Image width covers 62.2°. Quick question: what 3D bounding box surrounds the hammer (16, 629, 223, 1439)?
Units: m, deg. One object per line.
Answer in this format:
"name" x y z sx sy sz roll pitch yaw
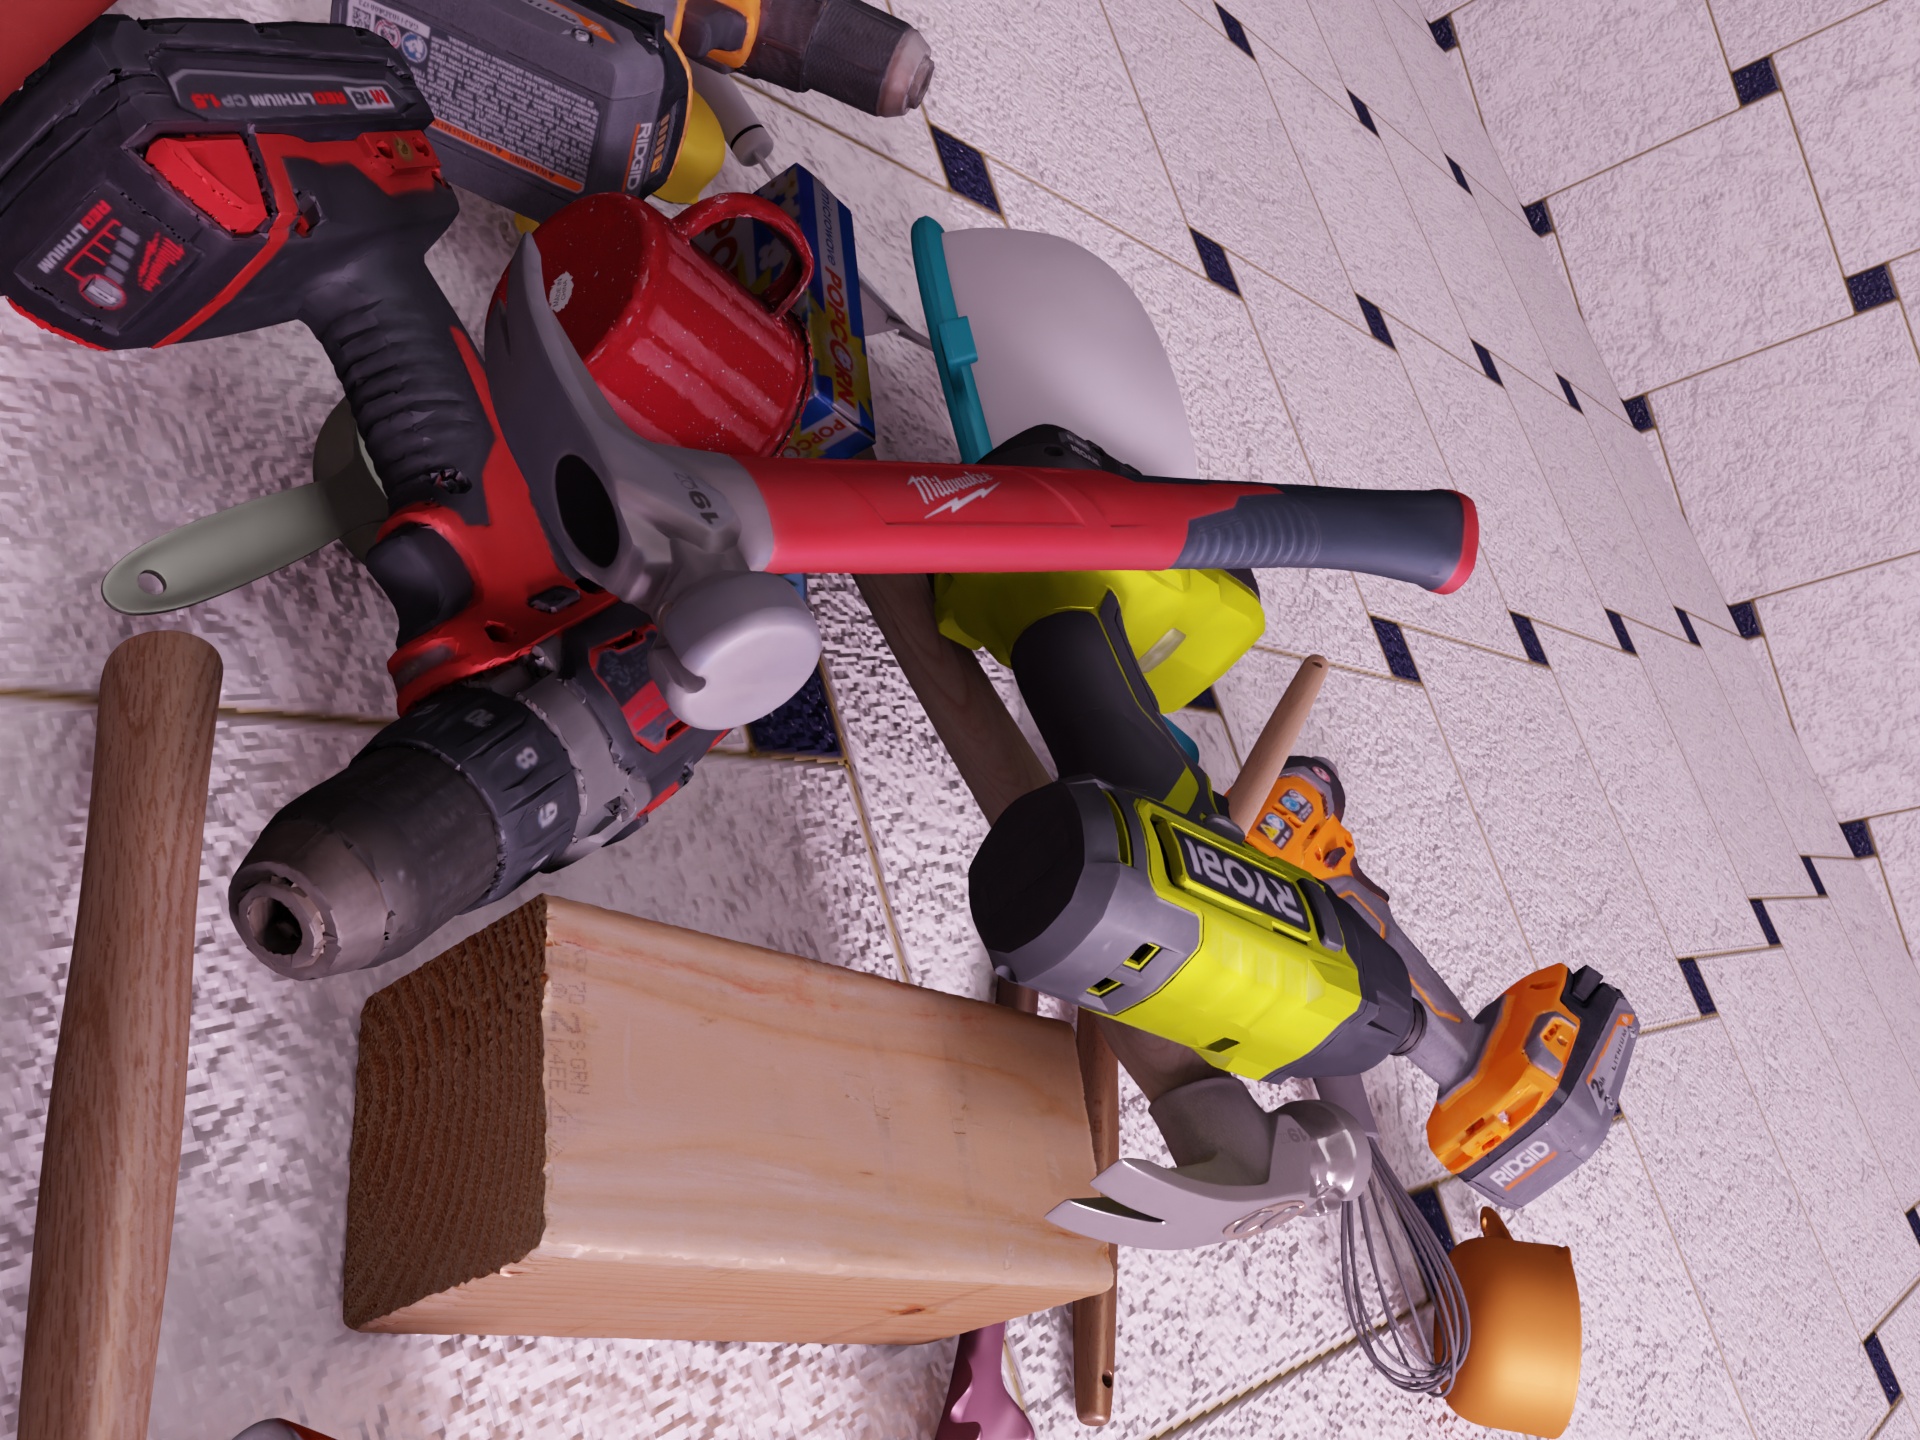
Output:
"hammer" -0.174 0.114 0.323 0.031 0.130 0.332 22 41 -40

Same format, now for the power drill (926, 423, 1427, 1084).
"power drill" 0.069 0.013 0.539 0.171 0.080 0.223 25 35 -32

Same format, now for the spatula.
"spatula" 0.064 0.125 0.667 0.082 0.044 0.318 32 44 -30

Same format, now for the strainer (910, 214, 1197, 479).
"strainer" 0.049 -0.166 0.756 0.341 0.095 0.210 -93 166 -55

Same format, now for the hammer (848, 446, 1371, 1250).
"hammer" -0.001 -0.002 0.584 0.146 0.038 0.411 14 39 -49

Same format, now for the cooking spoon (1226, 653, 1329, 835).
"cooking spoon" 0.131 0.041 0.742 0.069 0.017 0.319 29 36 9

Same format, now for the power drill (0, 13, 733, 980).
"power drill" -0.157 -0.057 0.410 0.226 0.080 0.188 59 28 -9

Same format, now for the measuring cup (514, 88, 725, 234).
"measuring cup" -0.143 -0.237 0.675 0.062 0.029 0.157 48 33 -17

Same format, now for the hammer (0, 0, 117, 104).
"hammer" -0.271 -0.247 0.513 0.149 0.036 0.359 39 39 -29

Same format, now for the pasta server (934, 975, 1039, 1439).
"pasta server" 0.021 0.168 0.584 0.060 0.040 0.316 54 30 -36

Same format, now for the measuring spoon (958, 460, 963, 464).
"measuring spoon" -0.006 -0.109 0.780 0.034 0.018 0.124 58 27 -13

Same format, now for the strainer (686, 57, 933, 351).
"strainer" -0.095 -0.263 0.751 0.258 0.050 0.087 57 10 5

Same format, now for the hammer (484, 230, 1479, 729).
"hammer" 0.044 -0.074 0.505 0.386 0.038 0.143 -6 53 -44

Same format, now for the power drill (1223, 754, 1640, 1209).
"power drill" 0.217 0.111 0.790 0.226 0.084 0.164 40 39 9

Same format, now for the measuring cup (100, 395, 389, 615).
"measuring cup" -0.190 -0.058 0.478 0.083 0.038 0.167 56 36 -6

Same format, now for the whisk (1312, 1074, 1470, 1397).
"whisk" 0.193 0.205 0.778 0.055 0.055 0.239 24 43 -41

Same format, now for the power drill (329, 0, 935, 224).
"power drill" -0.119 -0.271 0.639 0.185 0.084 0.226 24 39 -1

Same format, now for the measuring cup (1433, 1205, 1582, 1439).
"measuring cup" 0.262 0.285 0.801 0.173 0.052 0.095 -63 159 -80
